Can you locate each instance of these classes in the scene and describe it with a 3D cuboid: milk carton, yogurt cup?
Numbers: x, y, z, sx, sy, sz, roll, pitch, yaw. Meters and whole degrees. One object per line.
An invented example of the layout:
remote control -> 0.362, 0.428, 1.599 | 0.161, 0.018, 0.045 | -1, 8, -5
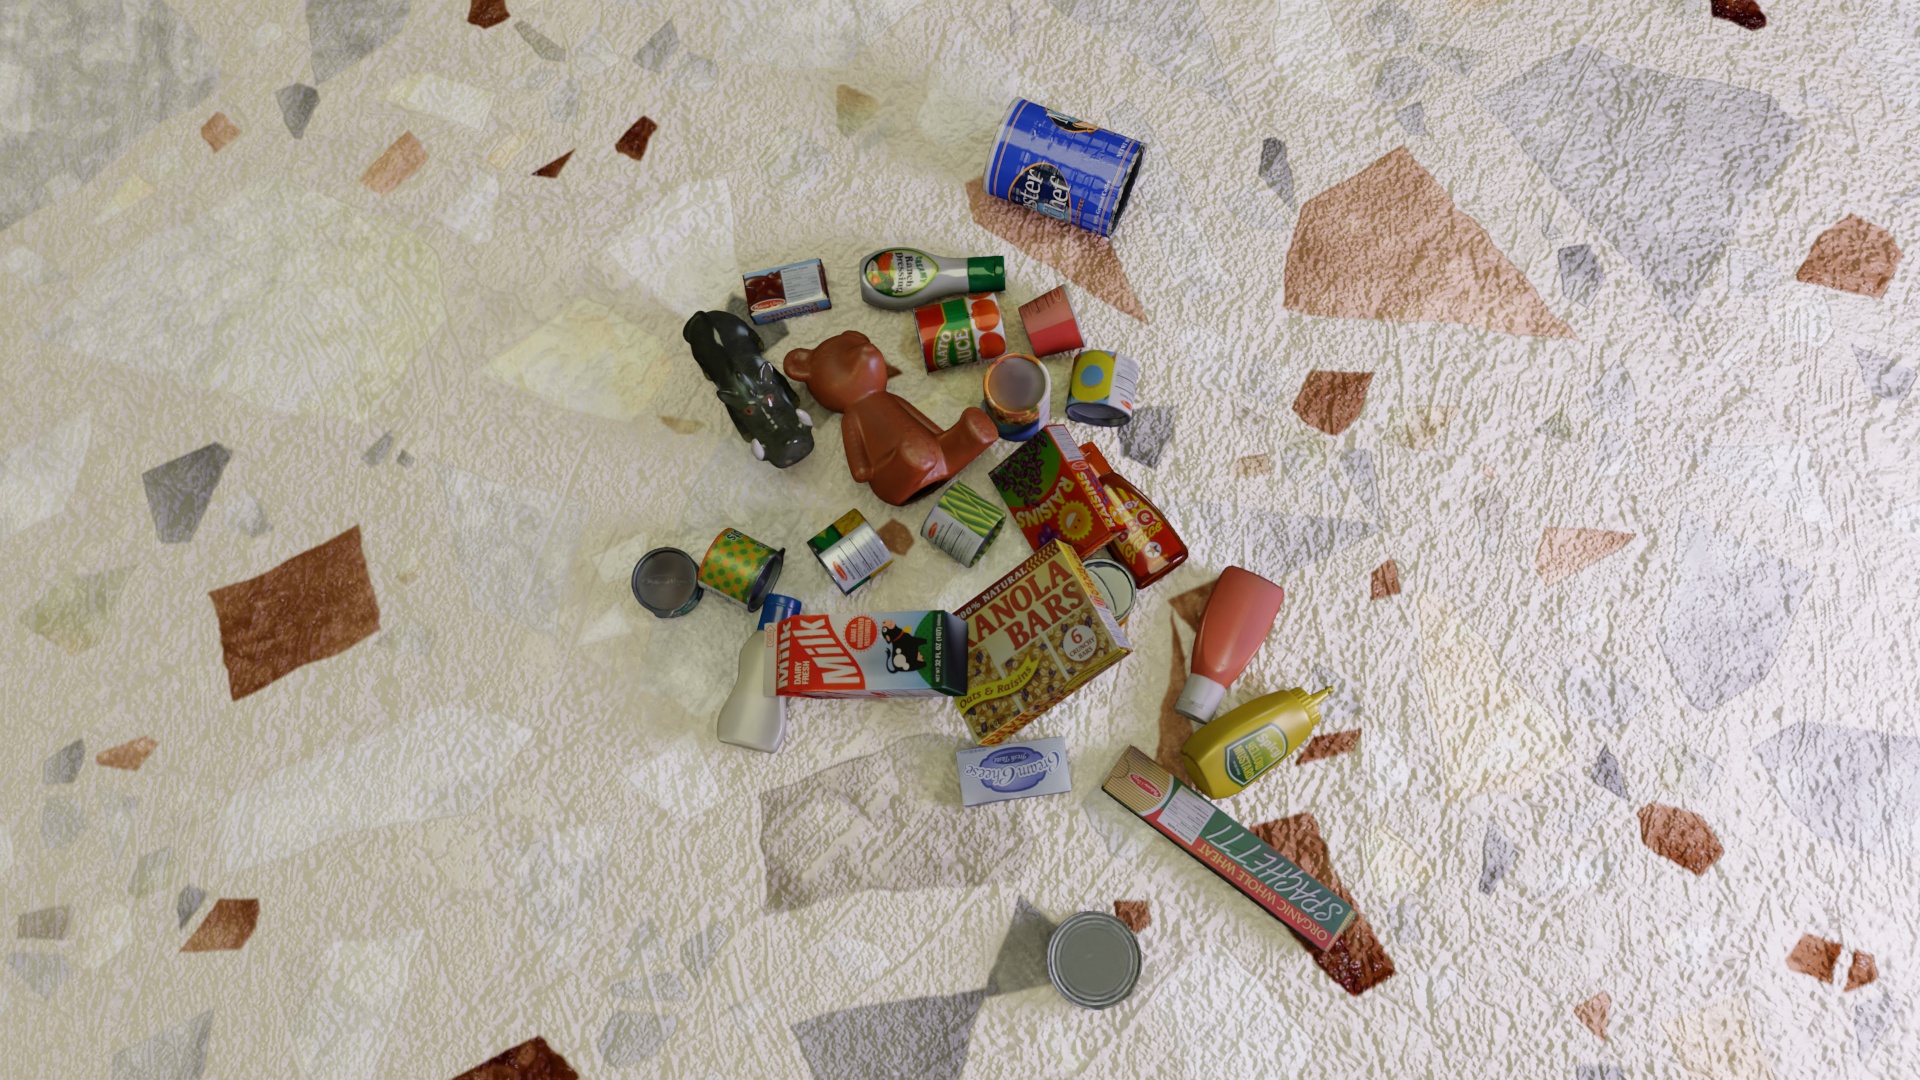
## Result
milk carton -> -0.094, 0.107, 1.280 | 0.190, 0.073, 0.072 | -4, 76, 16
yogurt cup -> 0.092, -0.218, 1.395 | 0.054, 0.072, 0.072 | -20, 76, 6

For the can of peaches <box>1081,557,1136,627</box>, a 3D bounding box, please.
can of peaches -> 0.131, 0.056, 1.326 | 0.071, 0.058, 0.071 | -1, 77, 2

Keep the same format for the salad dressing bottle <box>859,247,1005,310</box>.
salad dressing bottle -> -0.028, -0.270, 1.423 | 0.148, 0.044, 0.064 | -3, 77, 2

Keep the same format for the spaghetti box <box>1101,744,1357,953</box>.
spaghetti box -> 0.244, 0.283, 1.279 | 0.250, 0.028, 0.050 | 36, 80, 10

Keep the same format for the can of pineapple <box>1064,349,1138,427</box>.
can of pineapple -> 0.138, -0.150, 1.375 | 0.071, 0.071, 0.058 | 9, 76, 5

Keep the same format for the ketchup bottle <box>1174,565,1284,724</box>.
ketchup bottle -> 0.250, 0.101, 1.317 | 0.065, 0.043, 0.149 | 25, 78, 9

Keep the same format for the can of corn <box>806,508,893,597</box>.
can of corn -> -0.107, 0.010, 1.346 | 0.058, 0.071, 0.071 | -36, 77, -7

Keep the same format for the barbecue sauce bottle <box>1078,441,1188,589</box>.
barbecue sauce bottle -> 0.156, -0.028, 1.354 | 0.065, 0.043, 0.149 | -33, 76, -4

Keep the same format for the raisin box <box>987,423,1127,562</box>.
raisin box -> 0.093, -0.039, 1.339 | 0.085, 0.040, 0.123 | -39, 74, 32

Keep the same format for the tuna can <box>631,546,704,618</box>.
tuna can -> -0.286, 0.044, 1.360 | 0.071, 0.032, 0.071 | -1, 76, 2

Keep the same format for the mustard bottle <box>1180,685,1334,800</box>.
mustard bottle -> 0.283, 0.176, 1.287 | 0.160, 0.049, 0.065 | -31, 112, -9

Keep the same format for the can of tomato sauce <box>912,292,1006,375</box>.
can of tomato sauce -> -0.001, -0.207, 1.394 | 0.083, 0.071, 0.071 | -13, 76, -1

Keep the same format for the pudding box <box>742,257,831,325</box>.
pudding box -> -0.179, -0.257, 1.433 | 0.084, 0.030, 0.050 | -13, 77, -1

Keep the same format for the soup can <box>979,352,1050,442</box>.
soup can -> 0.053, -0.140, 1.366 | 0.071, 0.083, 0.071 | -1, 76, 3

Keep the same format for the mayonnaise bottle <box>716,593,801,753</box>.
mayonnaise bottle -> -0.187, 0.126, 1.331 | 0.065, 0.041, 0.148 | 13, 75, -2

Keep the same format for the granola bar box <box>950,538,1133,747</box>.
granola bar box -> 0.058, 0.096, 1.286 | 0.165, 0.039, 0.124 | -37, 63, 17

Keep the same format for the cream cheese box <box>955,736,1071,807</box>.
cream cheese box -> 0.050, 0.217, 1.306 | 0.104, 0.024, 0.053 | -9, 77, 0

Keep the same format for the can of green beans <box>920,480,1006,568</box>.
can of green beans -> 0.004, -0.015, 1.346 | 0.058, 0.071, 0.071 | 35, 80, 9

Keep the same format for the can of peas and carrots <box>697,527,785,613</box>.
can of peas and carrots -> -0.211, 0.026, 1.344 | 0.059, 0.071, 0.071 | 26, 79, 9
